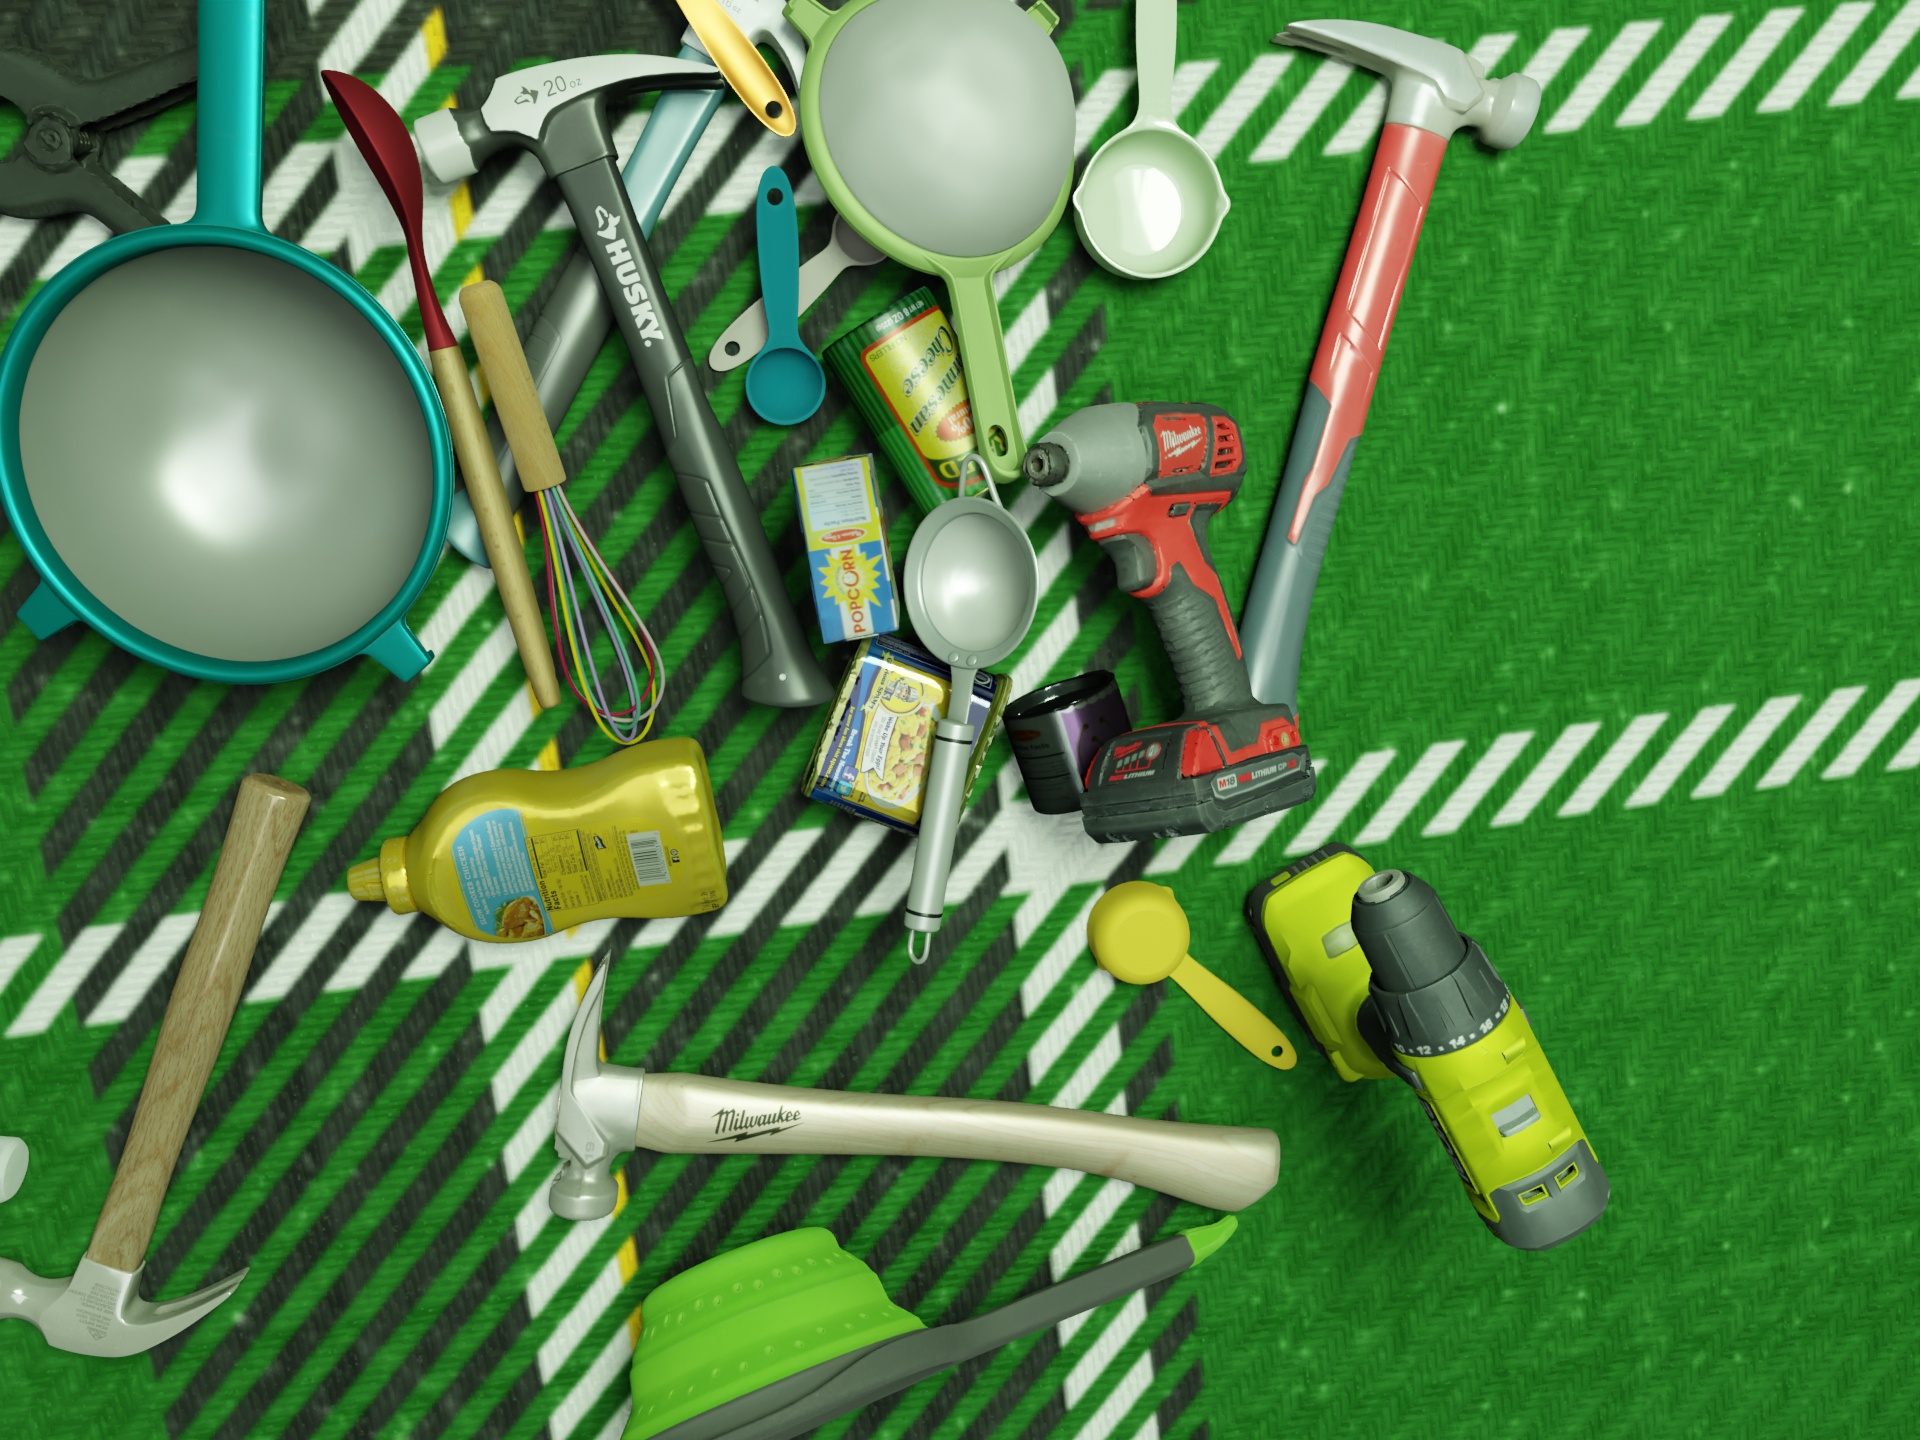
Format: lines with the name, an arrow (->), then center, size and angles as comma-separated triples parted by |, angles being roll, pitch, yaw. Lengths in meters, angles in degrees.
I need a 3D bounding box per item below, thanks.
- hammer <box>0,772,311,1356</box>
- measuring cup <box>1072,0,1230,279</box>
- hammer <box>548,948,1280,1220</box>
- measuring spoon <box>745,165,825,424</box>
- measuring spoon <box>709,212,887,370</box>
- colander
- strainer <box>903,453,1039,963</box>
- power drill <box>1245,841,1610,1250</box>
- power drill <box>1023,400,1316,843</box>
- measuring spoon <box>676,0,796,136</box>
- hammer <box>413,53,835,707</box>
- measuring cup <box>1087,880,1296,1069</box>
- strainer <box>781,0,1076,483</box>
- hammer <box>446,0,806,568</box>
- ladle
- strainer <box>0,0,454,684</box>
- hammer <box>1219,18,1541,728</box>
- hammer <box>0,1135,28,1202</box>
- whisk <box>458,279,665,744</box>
hammer -> -0.414, 0.187, 0.850 | 0.130, 0.031, 0.331 | 21, 96, -9
measuring cup -> 0.097, -0.314, 0.829 | 0.083, 0.038, 0.167 | 0, 97, -7
hammer -> -0.018, 0.222, 0.901 | 0.410, 0.038, 0.146 | 7, 97, -8
measuring spoon -> -0.094, -0.218, 0.819 | 0.042, 0.021, 0.128 | -6, 111, -13
measuring spoon -> -0.085, -0.228, 0.834 | 0.124, 0.018, 0.034 | -40, 117, 7
colander -> -0.033, 0.317, 0.884 | 0.397, 0.204, 0.095 | -15, 66, -20
strainer -> -0.001, -0.003, 0.805 | 0.050, 0.087, 0.258 | 4, 98, -51
power drill -> 0.226, 0.141, 0.818 | 0.080, 0.228, 0.190 | -30, 101, -1
power drill -> 0.101, -0.054, 0.811 | 0.143, 0.078, 0.219 | -11, 90, -45
measuring spoon -> -0.119, -0.336, 0.780 | 0.021, 0.011, 0.117 | -38, 103, -1
hammer -> -0.135, -0.161, 0.791 | 0.146, 0.035, 0.334 | -21, 100, -1
measuring cup -> 0.139, 0.154, 0.911 | 0.156, 0.029, 0.062 | 41, 92, -9
strainer -> 0.011, -0.247, 0.771 | 0.151, 0.069, 0.256 | -9, 87, -26
hammer -> -0.183, -0.232, 0.810 | 0.128, 0.033, 0.331 | 28, 95, -9
ladle -> -0.246, -0.155, 0.777 | 0.031, 0.069, 0.315 | -18, 105, -16
strainer -> -0.333, -0.191, 0.757 | 0.211, 0.095, 0.340 | 7, 104, -2
hammer -> 0.188, -0.173, 0.862 | 0.143, 0.038, 0.386 | 14, 97, -8
hammer -> -0.540, 0.047, 0.810 | 0.144, 0.035, 0.405 | 9, 98, -8
whisk -> -0.201, -0.100, 0.805 | 0.047, 0.051, 0.244 | -27, 115, -28
